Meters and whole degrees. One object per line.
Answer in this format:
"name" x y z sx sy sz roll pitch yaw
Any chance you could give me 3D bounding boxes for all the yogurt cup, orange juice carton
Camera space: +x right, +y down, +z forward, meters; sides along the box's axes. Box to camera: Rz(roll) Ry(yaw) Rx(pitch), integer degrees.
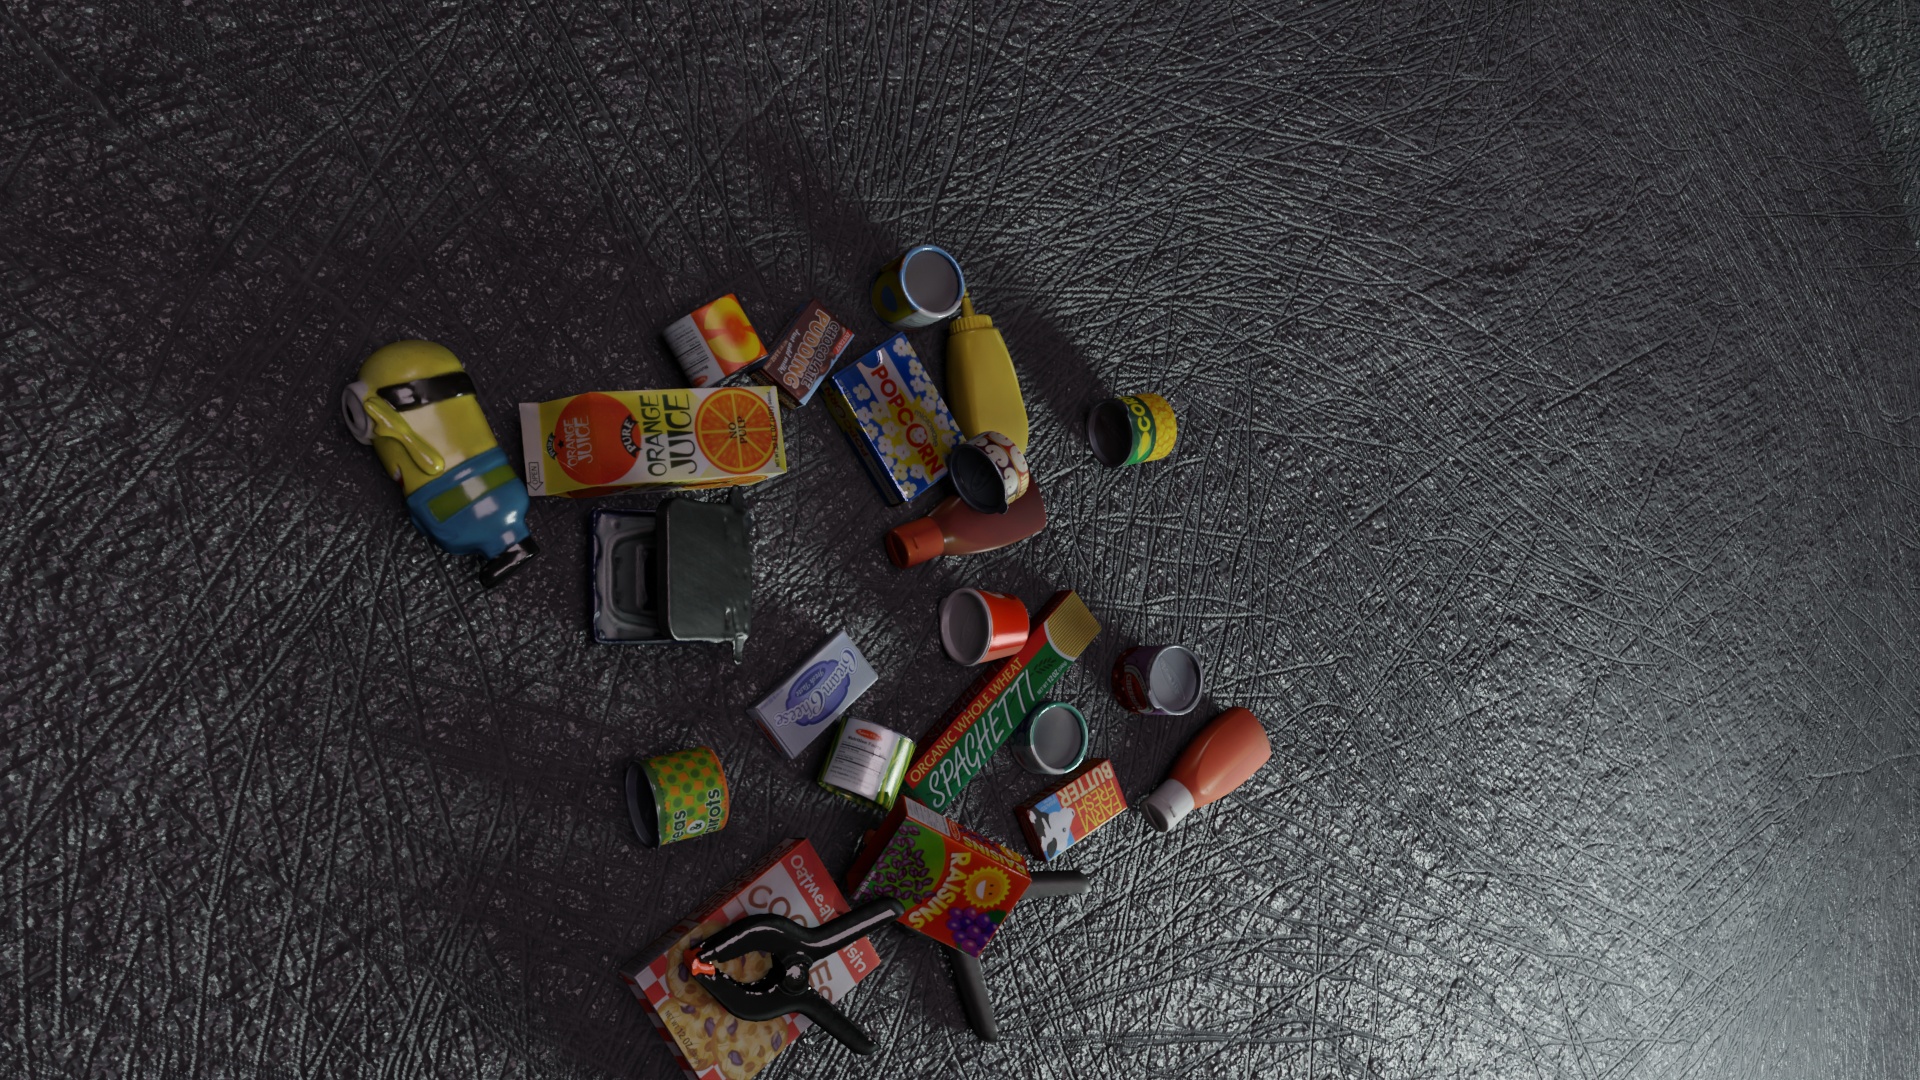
"yogurt cup" 0.023 0.074 1.214 0.054 0.072 0.072 0 83 -40
"orange juice carton" -0.238 -0.075 1.066 0.193 0.073 0.072 -6 87 -32

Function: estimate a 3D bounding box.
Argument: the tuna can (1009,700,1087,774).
"tuna can" 0.081 0.176 1.253 0.071 0.032 0.071 4 81 -31

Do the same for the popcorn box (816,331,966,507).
"popcorn box" -0.056 -0.104 1.204 0.085 0.038 0.126 -37 103 -29

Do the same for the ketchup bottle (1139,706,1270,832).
"ketchup bottle" 0.234 0.223 1.335 0.149 0.043 0.064 -34 100 -31

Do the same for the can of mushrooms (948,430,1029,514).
"can of mushrooms" 0.026 -0.057 1.189 0.033 0.071 0.071 -33 101 -36

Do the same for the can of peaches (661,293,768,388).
"can of peaches" -0.195 -0.158 1.110 0.071 0.071 0.058 -35 102 -30

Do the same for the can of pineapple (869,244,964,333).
"can of pineapple" -0.039 -0.222 1.220 0.071 0.057 0.071 5 81 -31

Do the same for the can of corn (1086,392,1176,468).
"can of corn" 0.164 -0.107 1.323 0.058 0.071 0.071 -12 90 -33

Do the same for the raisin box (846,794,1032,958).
"raisin box" -0.017 0.272 1.120 0.123 0.040 0.086 30 99 -17

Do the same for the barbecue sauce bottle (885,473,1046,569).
"barbecue sauce bottle" 0.004 -0.015 1.226 0.149 0.043 0.065 -22 92 -32

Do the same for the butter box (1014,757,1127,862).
"butter box" 0.101 0.243 1.260 0.104 0.024 0.053 -27 98 -31

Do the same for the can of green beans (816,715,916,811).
"can of green beans" -0.077 0.182 1.134 0.071 0.071 0.058 31 69 -25

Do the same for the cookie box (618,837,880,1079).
"cookie box" -0.159 0.330 1.077 0.168 0.040 0.122 -35 102 -31

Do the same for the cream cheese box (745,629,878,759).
"cream cheese box" -0.121 0.125 1.139 0.104 0.024 0.053 -43 106 -29

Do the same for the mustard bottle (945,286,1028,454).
"mustard bottle" 0.018 -0.150 1.250 0.065 0.048 0.160 -9 87 -33

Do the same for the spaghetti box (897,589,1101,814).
"spaghetti box" 0.034 0.142 1.231 0.251 0.028 0.050 -45 106 -29

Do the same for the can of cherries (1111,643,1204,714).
"can of cherries" 0.184 0.132 1.308 0.071 0.058 0.071 4 82 -32

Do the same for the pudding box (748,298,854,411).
"pudding box" -0.133 -0.156 1.168 0.049 0.030 0.084 43 64 -21

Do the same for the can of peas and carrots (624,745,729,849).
"can of peas and carrots" -0.212 0.194 1.045 0.059 0.071 0.071 -9 88 -33
